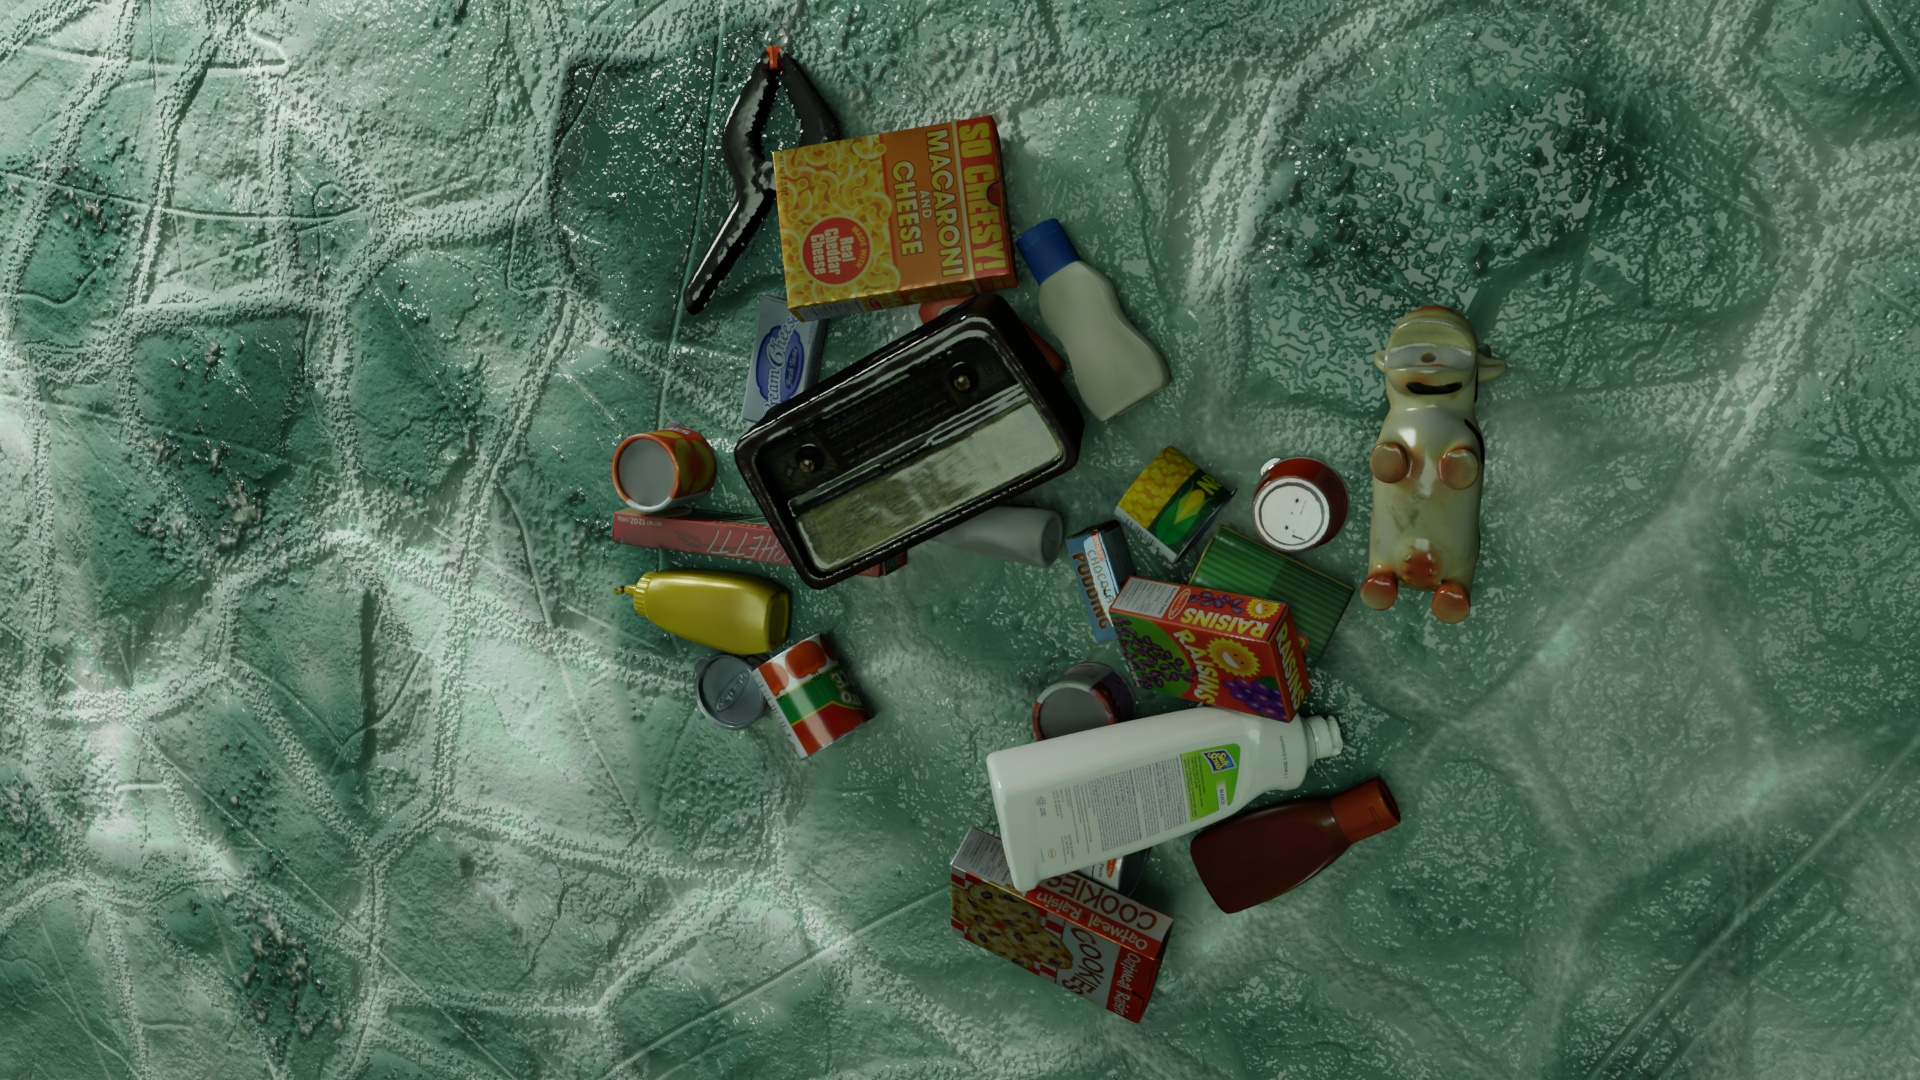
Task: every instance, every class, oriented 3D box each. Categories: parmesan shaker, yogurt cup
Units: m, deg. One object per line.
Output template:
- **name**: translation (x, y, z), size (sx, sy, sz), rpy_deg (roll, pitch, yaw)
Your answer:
- **parmesan shaker**: translation (0.218, 0.039, 0.983), size (0.103, 0.071, 0.071), rpy_deg (27, 108, 15)
- **yogurt cup**: translation (0.236, -0.022, 0.975), size (0.072, 0.054, 0.072), rpy_deg (4, 101, 20)

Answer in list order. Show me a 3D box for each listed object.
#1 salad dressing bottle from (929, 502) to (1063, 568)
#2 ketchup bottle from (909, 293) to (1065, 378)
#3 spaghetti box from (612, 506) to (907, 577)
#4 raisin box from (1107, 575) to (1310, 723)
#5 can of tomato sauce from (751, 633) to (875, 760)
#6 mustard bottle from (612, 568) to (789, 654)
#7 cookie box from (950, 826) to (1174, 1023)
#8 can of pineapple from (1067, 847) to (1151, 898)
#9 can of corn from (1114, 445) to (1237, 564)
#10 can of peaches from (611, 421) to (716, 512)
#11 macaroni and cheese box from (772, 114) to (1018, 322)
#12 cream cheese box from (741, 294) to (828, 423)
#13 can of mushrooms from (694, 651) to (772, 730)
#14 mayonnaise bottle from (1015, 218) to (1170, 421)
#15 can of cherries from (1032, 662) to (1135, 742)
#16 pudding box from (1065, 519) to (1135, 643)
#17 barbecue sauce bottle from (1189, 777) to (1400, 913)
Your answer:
- **salad dressing bottle**: translation (0.004, -0.013, 1.066), size (0.148, 0.064, 0.044), rpy_deg (11, 84, 27)
- **ketchup bottle**: translation (0.007, -0.159, 1.048), size (0.149, 0.043, 0.064), rpy_deg (44, 105, 10)
- **spaghetti box**: translation (-0.166, -0.002, 1.138), size (0.250, 0.050, 0.028), rpy_deg (7, 103, 20)
- **raisin box**: translation (0.174, 0.075, 0.971), size (0.123, 0.040, 0.085), rpy_deg (11, 138, 36)
- **can of tomato sauce**: translation (-0.120, 0.126, 1.133), size (0.071, 0.071, 0.083), rpy_deg (-32, 86, 23)
- **mustard bottle**: translation (-0.223, 0.053, 1.170), size (0.160, 0.049, 0.065), rpy_deg (11, 102, 20)
- **cookie box**: translation (0.073, 0.297, 1.065), size (0.167, 0.040, 0.122), rpy_deg (22, 143, 17)
- **can of pineapple**: translation (0.108, 0.235, 1.060), size (0.058, 0.071, 0.070), rpy_deg (14, 104, 25)
- **can of corn**: translation (0.154, -0.028, 1.000), size (0.058, 0.071, 0.071), rpy_deg (40, 111, 11)
- **can of peaches**: translation (-0.247, -0.062, 1.155), size (0.071, 0.058, 0.071), rpy_deg (4, 101, 21)
- **macaroni and cheese box**: translation (-0.048, -0.235, 1.021), size (0.166, 0.040, 0.124), rpy_deg (-8, 82, 7)
- **cream cheese box**: translation (-0.141, -0.142, 1.118), size (0.053, 0.024, 0.103), rpy_deg (17, 105, 18)
- **can of mushrooms**: translation (-0.190, 0.123, 1.177), size (0.071, 0.033, 0.071), rpy_deg (4, 101, 21)
- **mayonnaise bottle**: translation (0.092, -0.164, 1.016), size (0.064, 0.041, 0.148), rpy_deg (-31, 86, 21)
- **can of cherries**: translation (0.095, 0.134, 1.053), size (0.071, 0.058, 0.071), rpy_deg (4, 100, 21)
- **pudding box**: translation (0.110, 0.030, 1.035), size (0.030, 0.050, 0.083), rpy_deg (-17, 93, 25)
- **barbecue sauce bottle**: translation (0.246, 0.219, 1.017), size (0.148, 0.044, 0.065), rpy_deg (-30, 88, 22)
